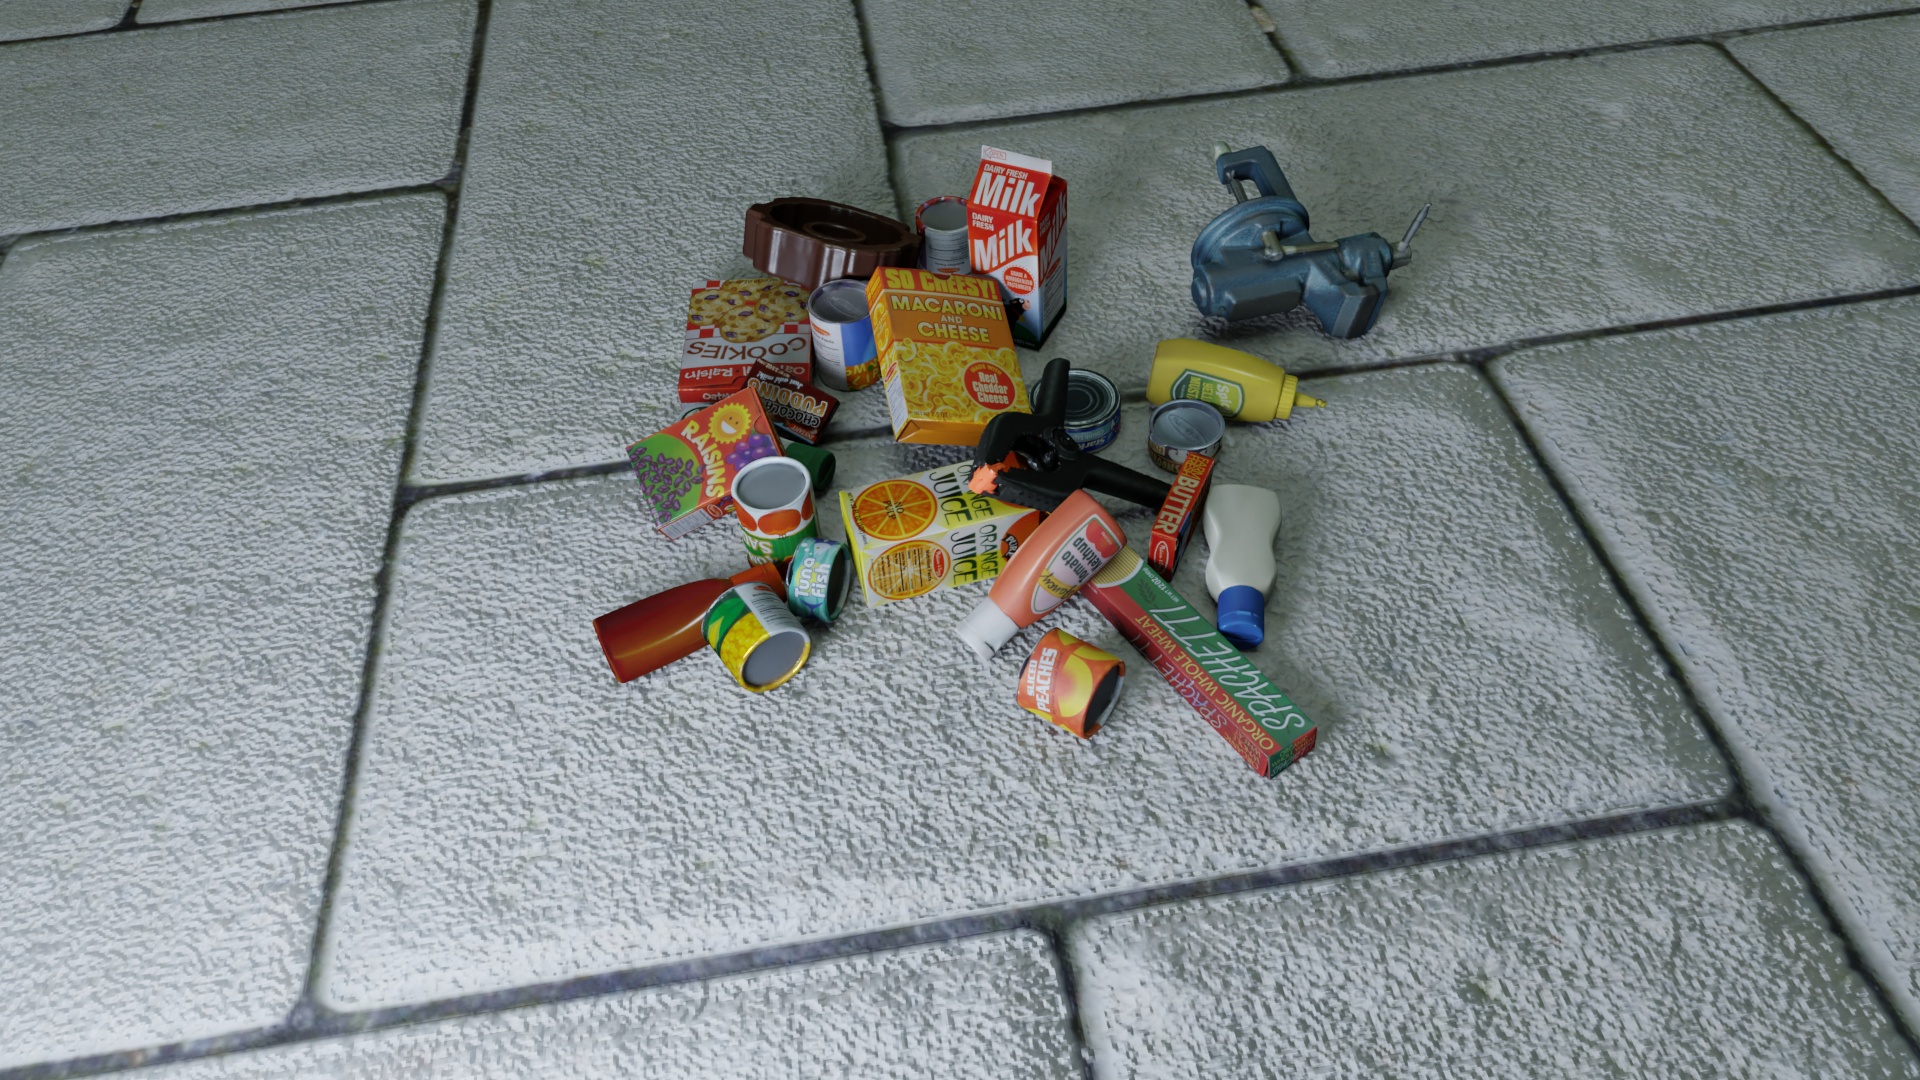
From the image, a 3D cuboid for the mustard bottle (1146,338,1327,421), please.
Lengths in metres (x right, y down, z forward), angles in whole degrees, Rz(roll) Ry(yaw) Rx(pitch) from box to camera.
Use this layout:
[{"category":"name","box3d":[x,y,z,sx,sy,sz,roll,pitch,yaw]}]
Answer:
[{"category":"mustard bottle","box3d":[0.250,-0.138,1.251,0.160,0.065,0.049,12,45,9]}]

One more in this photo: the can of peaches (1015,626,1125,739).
[{"category":"can of peaches","box3d":[0.081,0.106,1.029,0.058,0.071,0.071,26,54,24]}]

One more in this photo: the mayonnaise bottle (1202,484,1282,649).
[{"category":"mayonnaise bottle","box3d":[0.226,0.020,1.120,0.065,0.041,0.149,7,49,5]}]

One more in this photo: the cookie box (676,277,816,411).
[{"category":"cookie box","box3d":[-0.203,-0.190,1.342,0.123,0.040,0.168,-3,47,0]}]

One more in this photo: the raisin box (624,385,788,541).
[{"category":"raisin box","box3d":[-0.214,-0.067,1.192,0.123,0.040,0.086,-26,68,1]}]

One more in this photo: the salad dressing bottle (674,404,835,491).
[{"category":"salad dressing bottle","box3d":[-0.183,-0.080,1.236,0.148,0.043,0.064,17,59,18]}]

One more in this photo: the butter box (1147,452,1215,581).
[{"category":"butter box","box3d":[0.182,-0.021,1.151,0.024,0.052,0.104,18,51,17]}]

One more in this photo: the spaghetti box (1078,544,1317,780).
[{"category":"spaghetti box","box3d":[0.172,0.081,1.074,0.050,0.028,0.251,-28,51,-20]}]

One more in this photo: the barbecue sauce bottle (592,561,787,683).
[{"category":"barbecue sauce bottle","box3d":[-0.213,0.060,1.108,0.149,0.043,0.065,-23,40,-18]}]

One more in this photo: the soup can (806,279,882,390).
[{"category":"soup can","box3d":[-0.104,-0.194,1.310,0.071,0.083,0.072,-2,47,2]}]

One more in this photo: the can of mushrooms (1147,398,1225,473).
[{"category":"can of mushrooms","box3d":[0.197,-0.091,1.229,0.071,0.033,0.071,-1,48,2]}]

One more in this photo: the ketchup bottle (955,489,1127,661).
[{"category":"ketchup bottle","box3d":[0.060,0.030,1.086,0.149,0.064,0.043,-44,42,-3]}]

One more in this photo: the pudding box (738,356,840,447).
[{"category":"pudding box","box3d":[-0.157,-0.125,1.256,0.084,0.030,0.049,29,88,0]}]

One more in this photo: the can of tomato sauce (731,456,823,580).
[{"category":"can of tomato sauce","box3d":[-0.152,-0.017,1.150,0.071,0.082,0.071,-2,47,2]}]

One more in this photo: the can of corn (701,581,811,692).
[{"category":"can of corn","box3d":[-0.159,0.077,1.077,0.071,0.070,0.058,-29,52,-21]}]

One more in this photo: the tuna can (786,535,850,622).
[{"category":"tuna can","box3d":[-0.113,0.031,1.111,0.033,0.070,0.071,9,48,11]}]

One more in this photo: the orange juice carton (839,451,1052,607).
[{"category":"orange juice carton","box3d":[0.004,-0.014,1.144,0.193,0.072,0.072,-14,48,-9]}]

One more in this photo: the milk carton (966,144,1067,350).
[{"category":"milk carton","box3d":[0.055,-0.281,1.308,0.072,0.189,0.074,18,51,19]}]

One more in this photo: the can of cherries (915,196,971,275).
[{"category":"can of cherries","box3d":[-0.013,-0.315,1.433,0.071,0.058,0.072,-2,48,2]}]

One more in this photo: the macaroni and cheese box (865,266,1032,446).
[{"category":"macaroni and cheese box","box3d":[-0.010,-0.166,1.249,0.124,0.040,0.167,1,61,-26]}]
